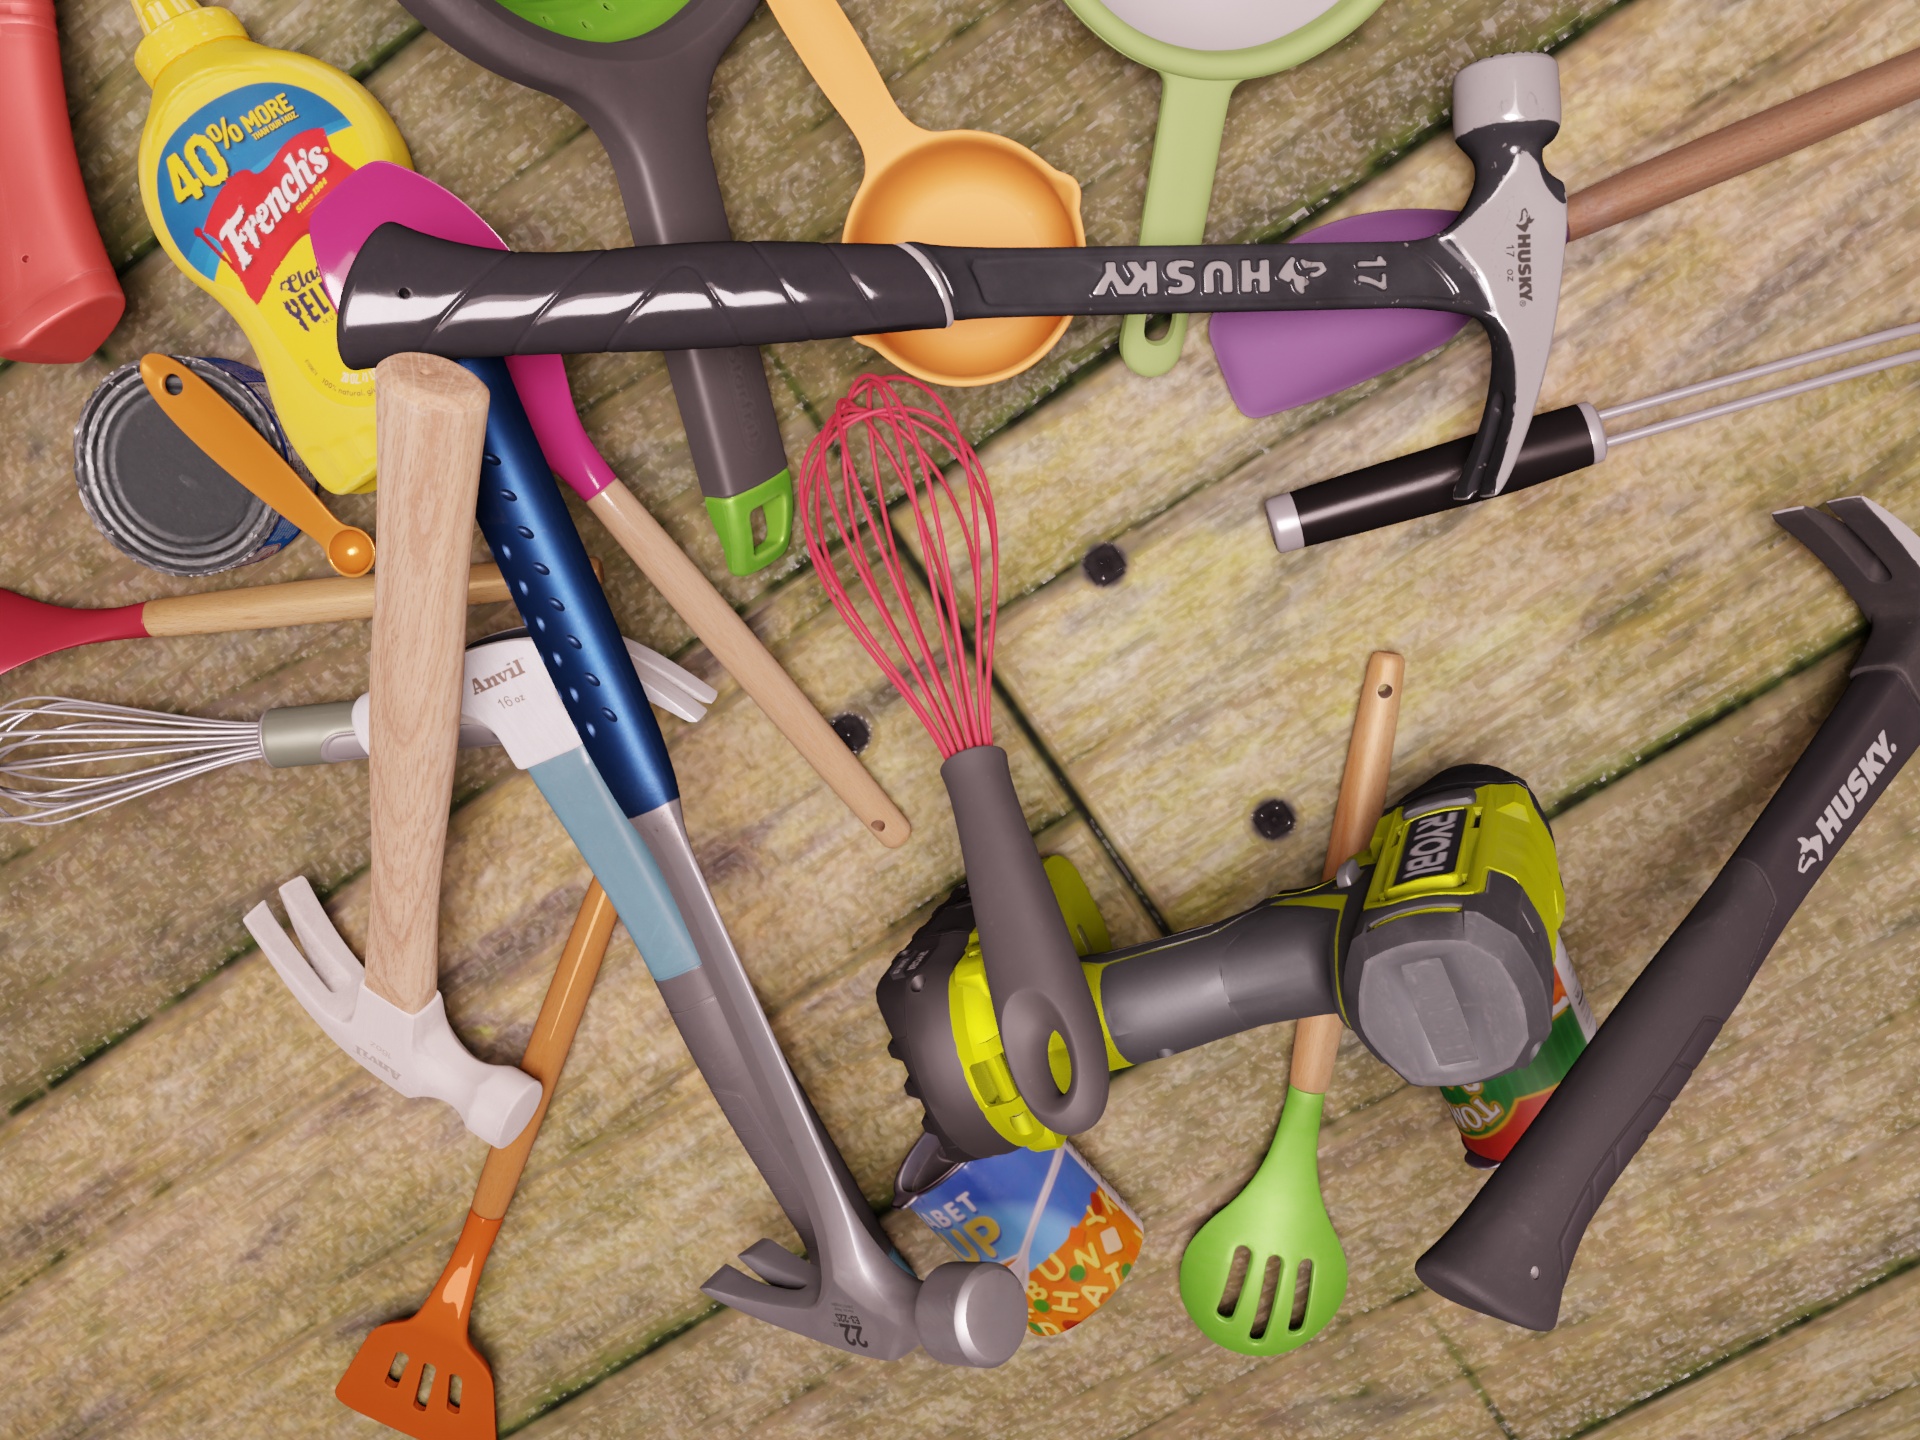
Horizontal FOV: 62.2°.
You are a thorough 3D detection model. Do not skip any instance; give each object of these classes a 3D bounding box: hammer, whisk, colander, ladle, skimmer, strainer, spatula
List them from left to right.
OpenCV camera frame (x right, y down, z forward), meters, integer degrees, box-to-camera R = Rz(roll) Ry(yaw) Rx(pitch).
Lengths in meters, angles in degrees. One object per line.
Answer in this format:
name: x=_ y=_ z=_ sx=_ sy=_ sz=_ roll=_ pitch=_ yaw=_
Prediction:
hammer: x=-0.358 y=-0.310 z=0.567 sx=0.149 sy=0.037 sz=0.359 roll=-5 pitch=93 yaw=5
ladle: x=-0.301 y=-0.042 z=0.642 sx=0.315 sy=0.069 sz=0.031 roll=-6 pitch=145 yaw=1
whisk: x=-0.289 y=0.009 z=0.650 sx=0.246 sy=0.059 sz=0.057 roll=-6 pitch=143 yaw=1
hammer: x=-0.200 y=0.020 z=0.574 sx=0.130 sy=0.031 sz=0.331 roll=27 pitch=128 yaw=12
spatula: x=-0.196 y=0.188 z=0.694 sx=0.081 sy=0.041 sz=0.322 roll=22 pitch=99 yaw=0
colander: x=-0.140 y=-0.239 z=0.559 sx=0.094 sy=0.204 sz=0.396 roll=10 pitch=124 yaw=36
hammer: x=-0.108 y=0.042 z=0.560 sx=0.144 sy=0.035 sz=0.405 roll=-17 pitch=98 yaw=44
hammer: x=-0.107 y=0.110 z=0.645 sx=0.128 sy=0.033 sz=0.330 roll=-23 pitch=106 yaw=13
whisk: x=-0.001 y=-0.002 z=0.548 sx=0.073 sy=0.073 sz=0.296 roll=-21 pitch=62 yaw=9
hammer: x=0.008 y=-0.139 z=0.526 sx=0.409 sy=0.036 sz=0.149 roll=-4 pitch=95 yaw=-9
strainer: x=0.080 y=-0.254 z=0.562 sx=0.151 sy=0.069 sz=0.256 roll=0 pitch=121 yaw=-12
spatula: x=0.243 y=-0.193 z=0.578 sx=0.316 sy=0.018 sz=0.059 roll=-21 pitch=99 yaw=9
hammer: x=0.256 y=0.064 z=0.531 sx=0.335 sy=0.035 sz=0.146 roll=-43 pitch=105 yaw=-22
skimmer: x=0.285 y=-0.128 z=0.551 sx=0.363 sy=0.090 sz=0.127 roll=-16 pitch=77 yaw=9

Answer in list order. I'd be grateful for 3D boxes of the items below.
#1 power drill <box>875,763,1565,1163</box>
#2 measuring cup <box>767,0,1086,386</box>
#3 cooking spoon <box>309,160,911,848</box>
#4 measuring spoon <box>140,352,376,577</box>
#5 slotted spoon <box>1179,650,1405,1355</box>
power drill: x=0.098 y=0.079 z=0.568 sx=0.223 sy=0.171 sz=0.080 roll=-17 pitch=102 yaw=27
measuring cup: x=-0.020 y=-0.203 z=0.580 sx=0.095 sy=0.052 sz=0.173 roll=-32 pitch=96 yaw=10
cooking spoon: x=-0.118 y=-0.067 z=0.598 sx=0.069 sy=0.017 sz=0.318 roll=-32 pitch=111 yaw=18
measuring spoon: x=-0.267 y=-0.098 z=0.608 sx=0.117 sy=0.011 sz=0.021 roll=43 pitch=103 yaw=-2
slotted spoon: x=0.145 y=0.126 z=0.651 sx=0.070 sy=0.031 sz=0.313 roll=9 pitch=101 yaw=4
